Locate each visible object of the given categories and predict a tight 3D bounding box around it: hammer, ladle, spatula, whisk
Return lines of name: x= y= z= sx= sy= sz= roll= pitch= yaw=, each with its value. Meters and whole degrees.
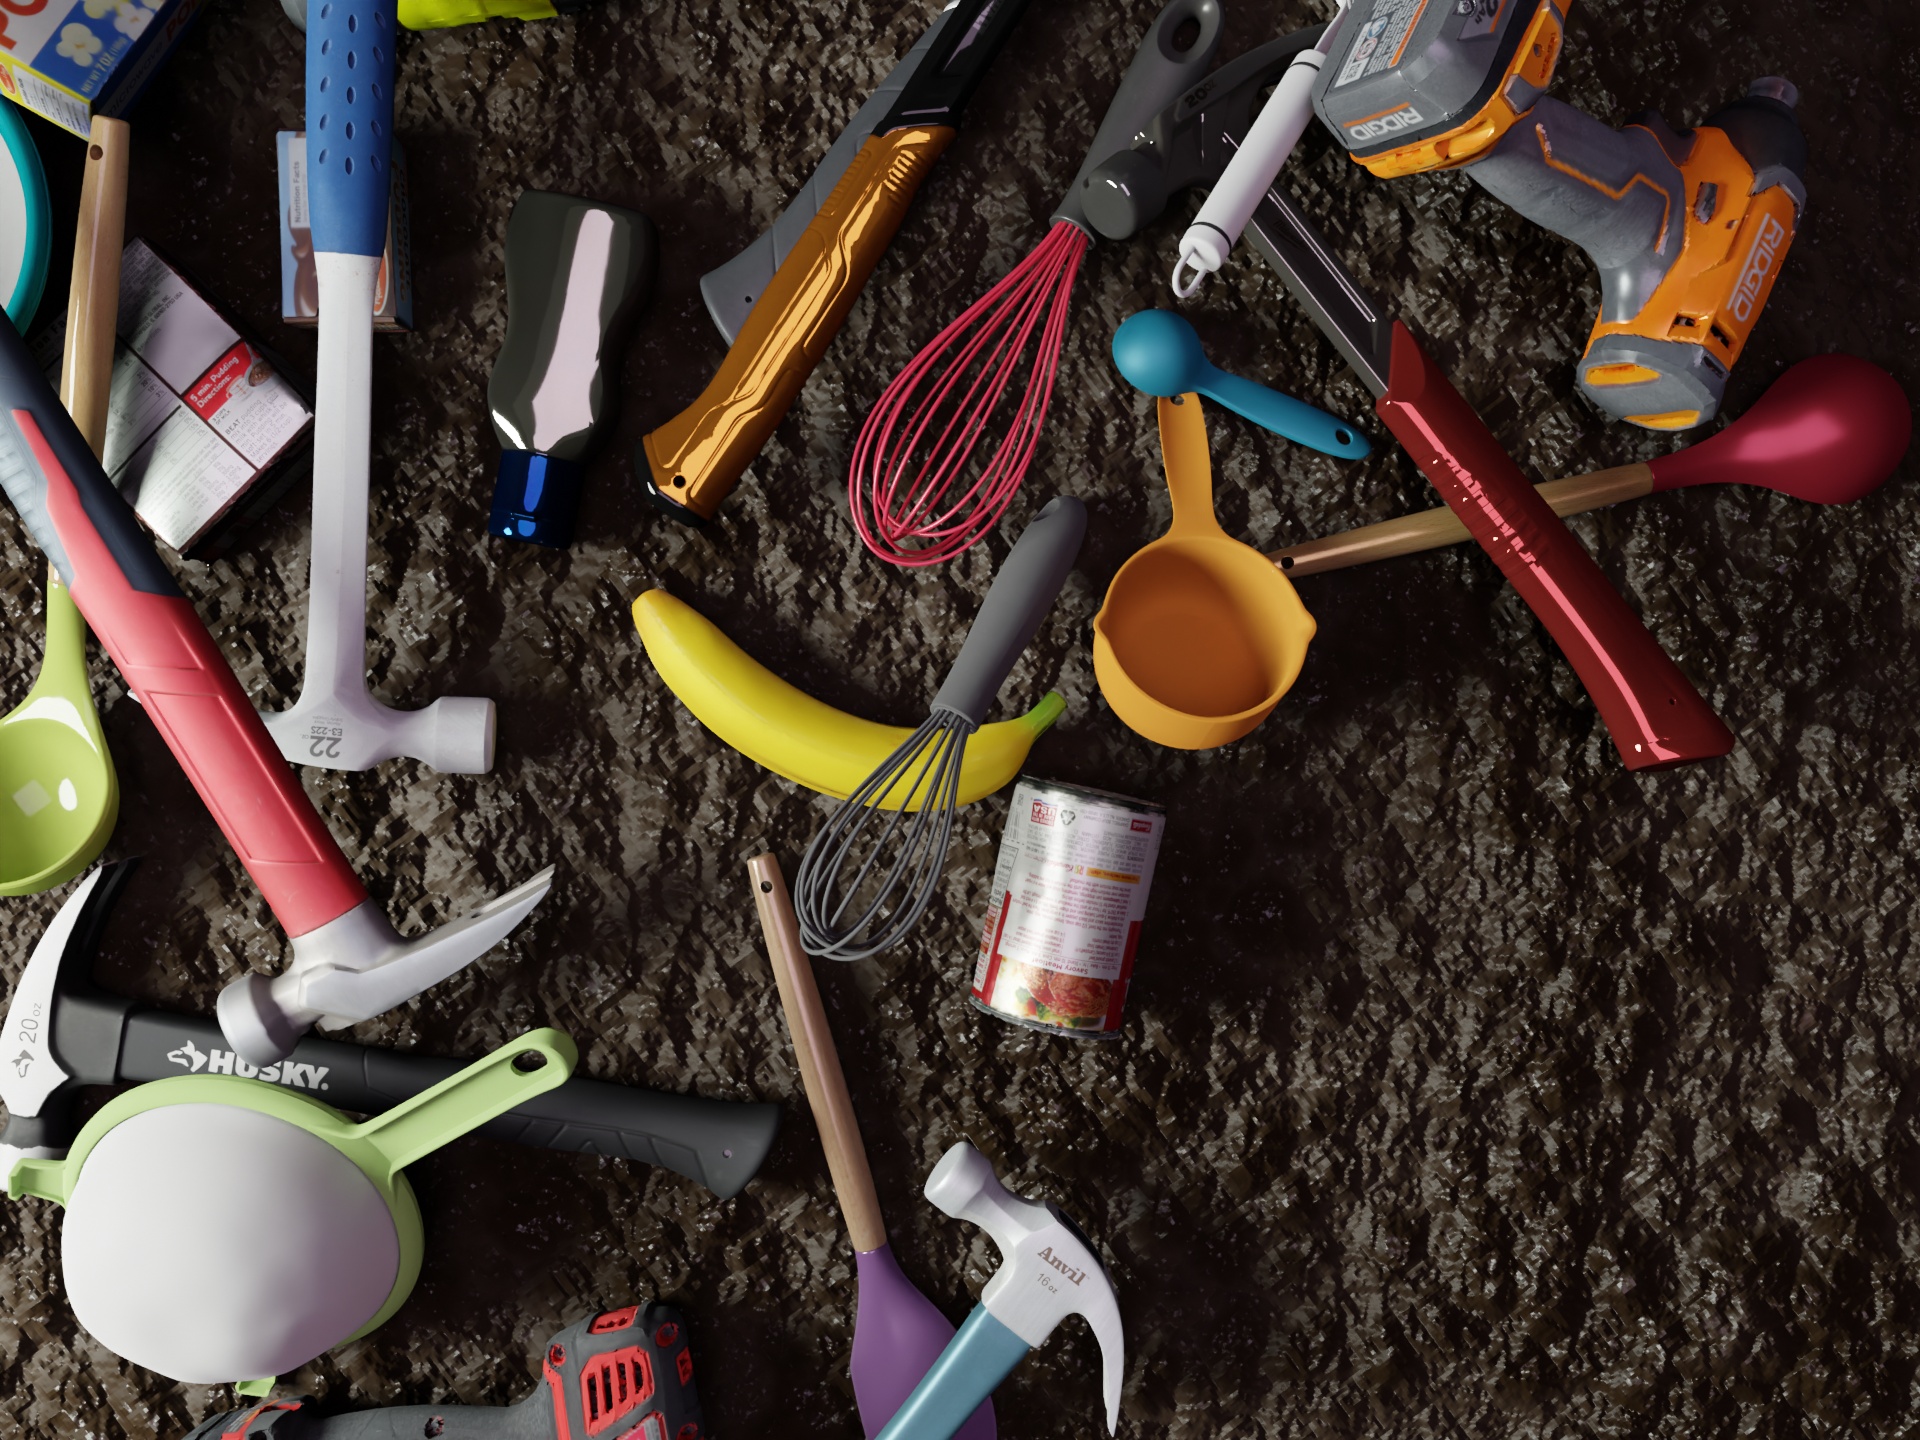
hammer: x=-0.050 y=0.350 z=0.701 sx=0.128 sy=0.033 sz=0.331 roll=38 pitch=94 yaw=-2
hammer: x=-0.309 y=-0.056 z=0.618 sx=0.143 sy=0.038 sz=0.386 roll=-28 pitch=104 yaw=-5
hammer: x=-0.025 y=-0.223 z=0.668 sx=0.127 sy=0.034 sz=0.337 roll=34 pitch=91 yaw=-3
ladle: x=0.285 y=-0.105 z=0.722 sx=0.315 sy=0.031 sz=0.069 roll=-14 pitch=91 yaw=-1
hammer: x=-0.244 y=0.155 z=0.698 sx=0.334 sy=0.035 sz=0.146 roll=10 pitch=91 yaw=-3
ladle: x=-0.368 y=-0.081 z=0.644 sx=0.078 sy=0.062 sz=0.320 roll=15 pitch=104 yaw=7
hammer: x=-0.255 y=-0.178 z=0.644 sx=0.144 sy=0.035 sz=0.405 roll=3 pitch=101 yaw=-15
spatula: x=-0.045 y=0.211 z=0.716 sx=0.060 sy=0.018 sz=0.316 roll=-16 pitch=93 yaw=-1
whisk: x=0.039 y=-0.197 z=0.695 sx=0.073 sy=0.073 sz=0.296 roll=30 pitch=84 yaw=-3
hammer: x=0.025 y=-0.322 z=0.701 sx=0.149 sy=0.036 sz=0.409 roll=38 pitch=90 yaw=-4
hammer: x=0.212 y=-0.128 z=0.683 sx=0.149 sy=0.036 sz=0.359 roll=-40 pitch=91 yaw=-24
whisk: x=-0.001 y=-0.003 z=0.670 sx=0.055 sy=0.055 sz=0.239 roll=30 pitch=68 yaw=-3

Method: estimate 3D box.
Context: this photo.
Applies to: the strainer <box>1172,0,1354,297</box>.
strainer: x=0.147 y=-0.274 z=0.658 sx=0.050 sy=0.086 sz=0.258 roll=18 pitch=69 yaw=36

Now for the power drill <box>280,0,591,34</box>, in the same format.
power drill: x=-0.215 y=-0.412 z=0.669 sx=0.171 sy=0.080 sz=0.223 roll=-10 pitch=95 yaw=-2

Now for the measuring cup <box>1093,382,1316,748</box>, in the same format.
measuring cup: x=0.099 y=-0.070 z=0.707 sx=0.095 sy=0.052 sz=0.174 roll=-1 pitch=67 yaw=-5

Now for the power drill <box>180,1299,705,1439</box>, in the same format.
power drill: x=-0.215 y=0.344 z=0.678 sx=0.219 sy=0.078 sz=0.143 roll=-11 pitch=83 yaw=-6

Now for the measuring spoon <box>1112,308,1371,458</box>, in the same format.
measuring spoon: x=0.130 y=-0.150 z=0.709 sx=0.128 sy=0.021 sz=0.042 roll=23 pitch=64 yaw=-6

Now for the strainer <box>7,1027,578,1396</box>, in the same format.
strainer: x=-0.259 y=0.198 z=0.632 sx=0.256 sy=0.069 sz=0.151 roll=-30 pitch=111 yaw=17

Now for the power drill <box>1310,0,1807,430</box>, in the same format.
power drill: x=0.266 y=-0.248 z=0.661 sx=0.226 sy=0.084 sz=0.164 roll=31 pitch=80 yaw=-27

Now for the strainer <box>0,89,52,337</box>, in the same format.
strainer: x=-0.439 y=-0.233 z=0.664 sx=0.211 sy=0.095 sz=0.340 roll=43 pitch=69 yaw=-7
